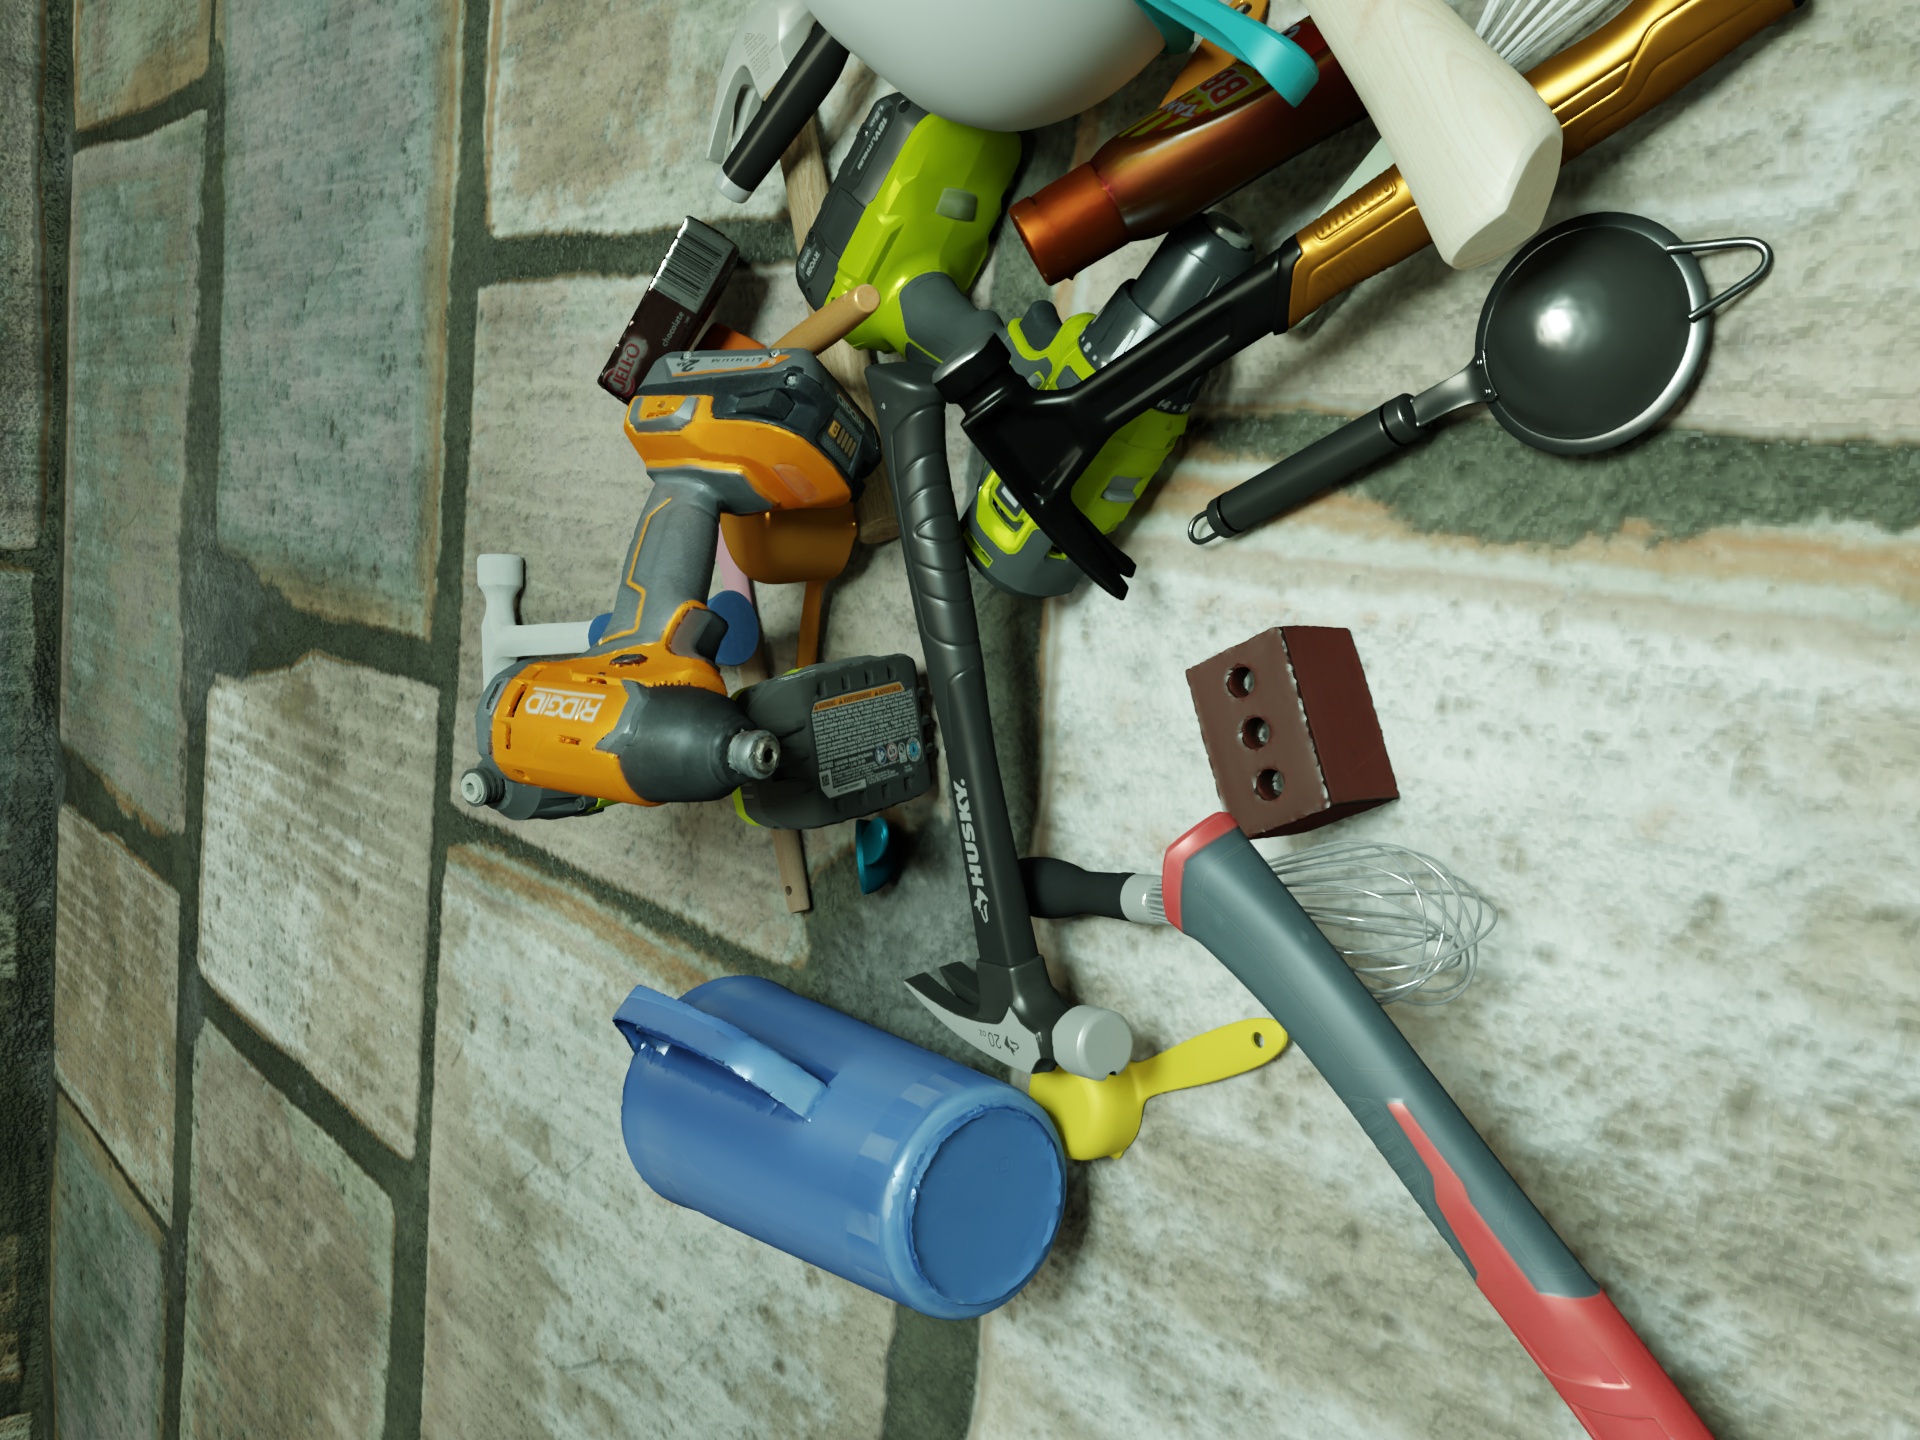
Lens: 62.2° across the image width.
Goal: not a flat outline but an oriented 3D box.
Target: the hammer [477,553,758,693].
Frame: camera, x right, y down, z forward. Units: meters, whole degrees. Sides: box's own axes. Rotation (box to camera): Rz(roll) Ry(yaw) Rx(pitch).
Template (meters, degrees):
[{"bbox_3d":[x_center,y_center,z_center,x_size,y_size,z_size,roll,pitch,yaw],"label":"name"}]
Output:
[{"bbox_3d":[-0.243,-0.050,1.059,0.406,0.035,0.144,2,93,55],"label":"hammer"}]

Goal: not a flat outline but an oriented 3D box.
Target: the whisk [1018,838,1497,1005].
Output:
[{"bbox_3d":[0.106,0.080,0.694,0.285,0.070,0.070,-1,91,53],"label":"whisk"}]

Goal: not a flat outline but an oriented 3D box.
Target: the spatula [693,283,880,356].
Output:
[{"bbox_3d":[-0.103,-0.196,0.841,0.081,0.041,0.323,-63,19,-7],"label":"spatula"}]

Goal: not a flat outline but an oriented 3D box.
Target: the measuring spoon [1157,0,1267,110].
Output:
[{"bbox_3d":[0.097,-0.271,0.681,0.021,0.011,0.117,31,84,32],"label":"measuring spoon"}]

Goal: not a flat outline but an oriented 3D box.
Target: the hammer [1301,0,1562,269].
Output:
[{"bbox_3d":[0.098,-0.336,0.584,0.146,0.038,0.411,-34,69,38],"label":"hammer"}]

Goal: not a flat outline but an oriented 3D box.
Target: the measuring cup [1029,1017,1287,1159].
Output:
[{"bbox_3d":[0.086,0.164,0.731,0.156,0.029,0.062,-34,66,46],"label":"measuring cup"}]

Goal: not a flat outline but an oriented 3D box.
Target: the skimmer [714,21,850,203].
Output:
[{"bbox_3d":[-0.046,-0.422,0.795,0.363,0.090,0.127,-45,36,31],"label":"skimmer"}]

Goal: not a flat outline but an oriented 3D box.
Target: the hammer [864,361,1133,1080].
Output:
[{"bbox_3d":[-0.001,-0.002,0.747,0.146,0.035,0.335,-2,100,58],"label":"hammer"}]

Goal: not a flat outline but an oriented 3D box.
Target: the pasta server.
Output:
[{"bbox_3d":[-0.133,-0.038,0.967,0.060,0.040,0.316,-20,77,37],"label":"pasta server"}]

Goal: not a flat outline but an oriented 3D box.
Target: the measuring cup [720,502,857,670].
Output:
[{"bbox_3d":[-0.105,-0.082,0.902,0.095,0.052,0.173,41,132,49],"label":"measuring cup"}]

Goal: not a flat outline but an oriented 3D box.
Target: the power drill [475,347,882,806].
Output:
[{"bbox_3d":[-0.121,-0.064,0.758,0.164,0.084,0.227,8,67,34],"label":"power drill"}]

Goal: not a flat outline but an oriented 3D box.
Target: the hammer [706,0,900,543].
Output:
[{"bbox_3d":[-0.079,-0.259,0.905,0.130,0.031,0.331,-25,73,45],"label":"hammer"}]

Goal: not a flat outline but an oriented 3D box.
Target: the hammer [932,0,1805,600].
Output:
[{"bbox_3d":[0.149,-0.172,0.604,0.337,0.034,0.127,-30,108,32],"label":"hammer"}]

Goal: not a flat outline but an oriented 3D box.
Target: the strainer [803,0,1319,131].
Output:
[{"bbox_3d":[0.016,-0.279,0.631,0.095,0.210,0.341,-51,44,17],"label":"strainer"}]

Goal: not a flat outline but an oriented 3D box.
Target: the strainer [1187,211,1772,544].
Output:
[{"bbox_3d":[0.178,-0.119,0.616,0.258,0.050,0.087,-26,70,49],"label":"strainer"}]

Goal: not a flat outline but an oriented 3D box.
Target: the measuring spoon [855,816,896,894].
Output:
[{"bbox_3d":[-0.039,0.066,0.839,0.128,0.021,0.042,130,135,-75],"label":"measuring spoon"}]

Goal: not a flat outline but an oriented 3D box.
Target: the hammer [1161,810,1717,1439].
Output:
[{"bbox_3d":[0.204,0.183,0.533,0.386,0.038,0.143,54,128,15],"label":"hammer"}]

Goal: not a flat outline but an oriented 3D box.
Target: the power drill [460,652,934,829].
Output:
[{"bbox_3d":[-0.143,0.018,0.859,0.223,0.171,0.080,-5,96,34],"label":"power drill"}]

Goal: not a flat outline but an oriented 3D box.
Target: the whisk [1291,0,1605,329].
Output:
[{"bbox_3d":[0.192,-0.242,0.597,0.246,0.057,0.059,-50,22,40],"label":"whisk"}]

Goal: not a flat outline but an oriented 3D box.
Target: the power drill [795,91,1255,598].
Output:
[{"bbox_3d":[0.027,-0.198,0.756,0.229,0.080,0.190,54,128,29],"label":"power drill"}]
